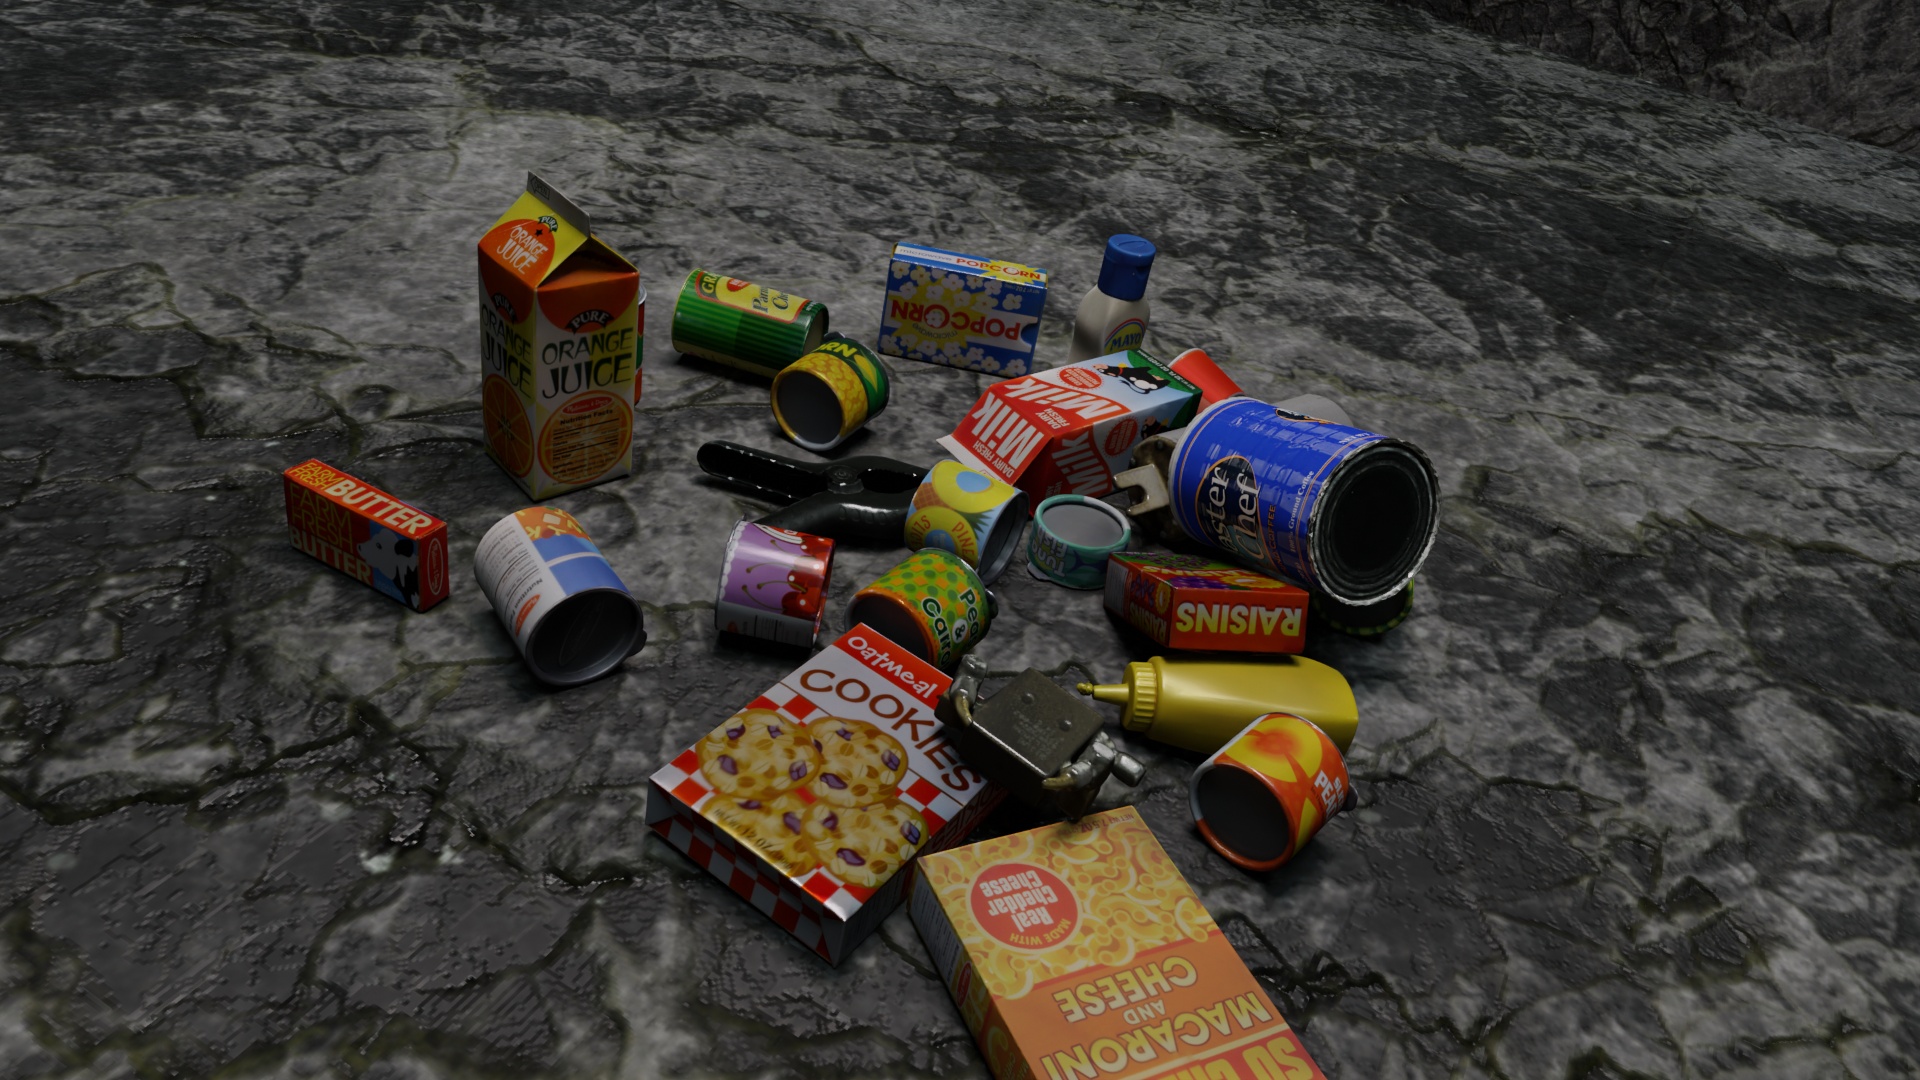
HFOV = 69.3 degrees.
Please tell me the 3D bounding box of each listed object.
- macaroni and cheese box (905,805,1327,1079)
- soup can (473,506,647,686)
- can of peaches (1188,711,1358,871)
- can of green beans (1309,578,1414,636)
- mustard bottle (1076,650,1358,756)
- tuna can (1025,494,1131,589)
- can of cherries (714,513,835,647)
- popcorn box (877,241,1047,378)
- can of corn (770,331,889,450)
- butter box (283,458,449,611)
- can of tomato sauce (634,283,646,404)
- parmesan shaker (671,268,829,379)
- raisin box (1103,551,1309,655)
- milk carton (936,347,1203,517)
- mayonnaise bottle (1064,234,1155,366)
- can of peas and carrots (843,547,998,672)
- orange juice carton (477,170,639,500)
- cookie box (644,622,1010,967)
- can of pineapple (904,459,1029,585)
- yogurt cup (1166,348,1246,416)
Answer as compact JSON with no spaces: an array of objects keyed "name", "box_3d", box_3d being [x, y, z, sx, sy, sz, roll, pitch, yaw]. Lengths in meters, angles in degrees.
[{"name":"macaroni and cheese box","box_3d":[0.066,0.204,0.633,0.124,0.040,0.167,-8,39,-26]},{"name":"soup can","box_3d":[-0.223,0.031,0.773,0.071,0.071,0.084,-15,43,-33]},{"name":"can of peaches","box_3d":[0.165,0.134,0.736,0.071,0.070,0.058,34,41,29]},{"name":"can of green beans","box_3d":[0.268,0.021,0.923,0.071,0.071,0.058,17,36,8]},{"name":"mustard bottle","box_3d":[0.144,0.094,0.802,0.160,0.048,0.065,6,31,-6]},{"name":"tuna can","box_3d":[0.077,0.001,0.926,0.071,0.032,0.071,8,35,-6]},{"name":"can of cherries","box_3d":[-0.107,0.023,0.811,0.058,0.071,0.072,11,35,-1]},{"name":"popcorn box","box_3d":[0.001,-0.185,1.118,0.127,0.084,0.038,11,34,-1]},{"name":"can of corn","box_3d":[-0.095,-0.107,0.996,0.071,0.070,0.058,25,38,18]},{"name":"butter box","box_3d":[-0.341,-0.004,0.796,0.103,0.052,0.024,24,35,17]},{"name":"can of tomato sauce","box_3d":[-0.258,-0.139,0.983,0.071,0.082,0.071,8,35,-5]},{"name":"parmesan shaker","box_3d":[-0.158,-0.162,1.060,0.103,0.071,0.072,16,35,6]},{"name":"raisin box","box_3d":[0.146,0.037,0.847,0.086,0.040,0.123,4,8,-13]},{"name":"milk carton","box_3d":[0.077,-0.075,0.997,0.191,0.073,0.072,-18,45,-34]},{"name":"mayonnaise bottle","box_3d":[0.114,-0.158,1.058,0.065,0.147,0.041,-17,44,-34]},{"name":"can of peas and carrots","box_3d":[-0.023,0.046,0.804,0.071,0.070,0.059,29,40,24]},{"name":"orange juice carton","box_3d":[-0.254,-0.129,0.876,0.073,0.191,0.072,-21,45,-38]},{"name":"cookie box","box_3d":[-0.057,0.122,0.713,0.123,0.040,0.168,30,39,21]},{"name":"can of pineapple","box_3d":[0.003,-0.011,0.894,0.058,0.070,0.071,25,37,19]},{"name":"yogurt cup","box_3d":[0.185,-0.108,1.084,0.073,0.072,0.054,-24,56,-40]}]
